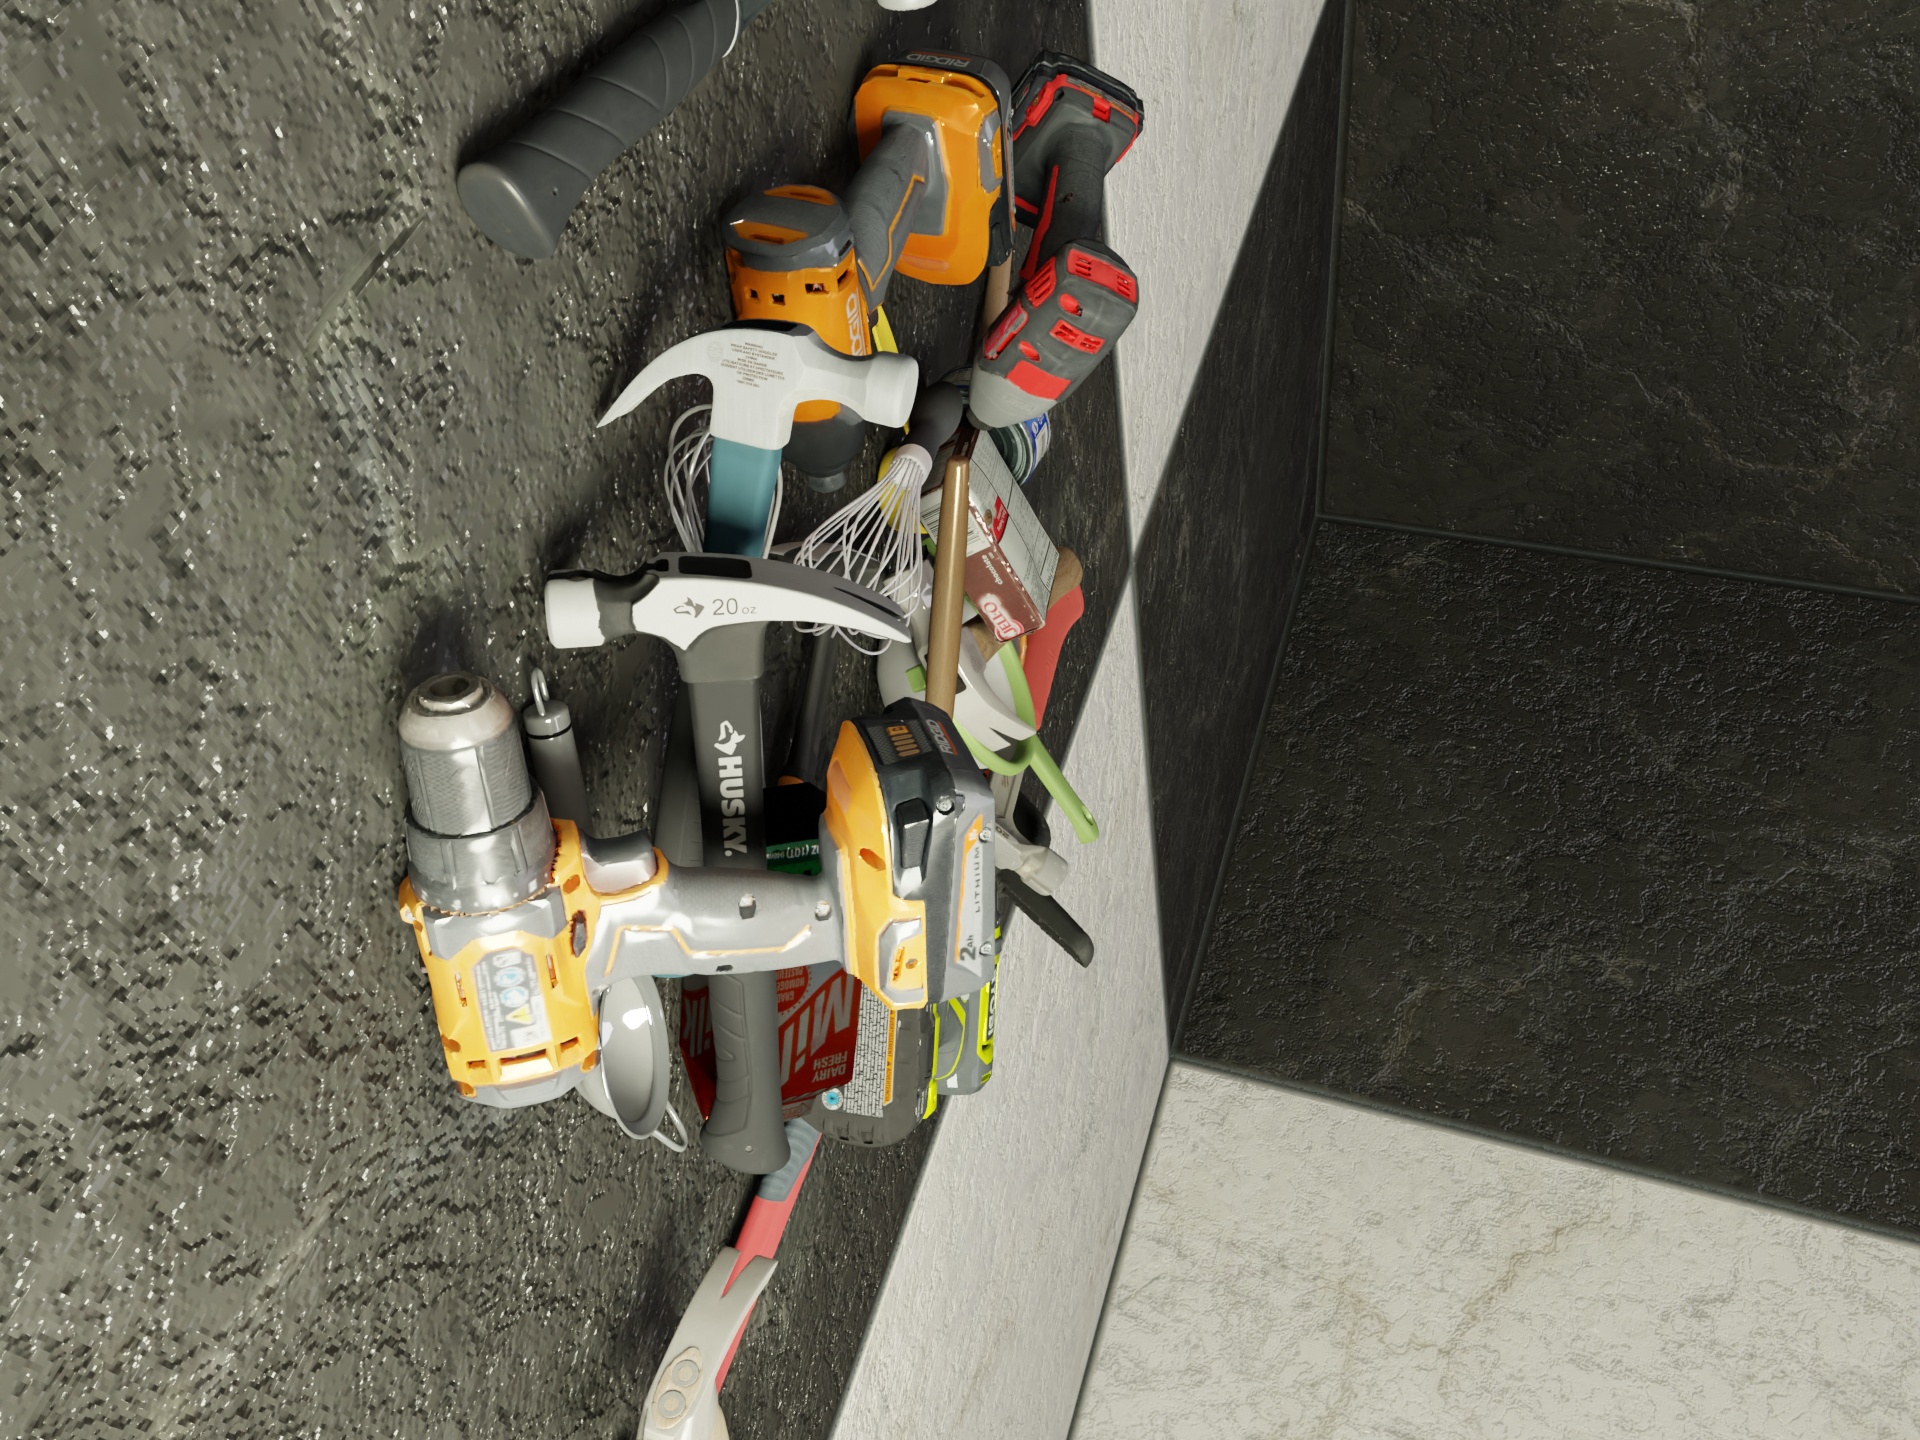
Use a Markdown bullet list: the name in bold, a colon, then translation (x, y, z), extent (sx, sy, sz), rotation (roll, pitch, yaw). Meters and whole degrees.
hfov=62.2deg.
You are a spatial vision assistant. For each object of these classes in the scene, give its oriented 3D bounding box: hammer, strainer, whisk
- **hammer**: translation (-0.097, -0.319, 0.694), extent (0.149, 0.036, 0.409), rotation (82, 25, -43)
- **strainer**: translation (0.013, 0.009, 1.094), extent (0.256, 0.069, 0.152), rotation (53, 26, -35)
- **hammer**: translation (-0.101, 0.065, 0.918), extent (0.127, 0.034, 0.337), rotation (5, 96, -74)
- **hammer**: translation (-0.111, -0.020, 0.726), extent (0.033, 0.128, 0.330), rotation (-62, 166, -63)
- **hammer**: translation (-0.097, 0.080, 0.730), extent (0.035, 0.146, 0.334), rotation (-108, -163, -58)
- **hammer**: translation (-0.121, 0.323, 1.007), extent (0.143, 0.038, 0.387), rotation (80, 27, -52)
- **whisk**: translation (-0.112, -0.047, 0.792), extent (0.058, 0.059, 0.246), rotation (-58, 158, -46)
- **hammer**: translation (-0.133, 0.474, 0.940), extent (0.146, 0.038, 0.410), rotation (-65, 161, -44)
- **hammer**: translation (0.036, -0.072, 1.088), extent (0.130, 0.031, 0.331), rotation (64, 22, -7)
- **whisk**: translation (-0.035, -0.127, 0.882), extent (0.285, 0.070, 0.070), rotation (-72, 164, -53)
- **strainer**: translation (-0.167, 0.093, 0.715), extent (0.087, 0.050, 0.258), rotation (-83, 169, -63)
- **hammer**: translation (0.045, -0.023, 1.266), extent (0.036, 0.149, 0.359), rotation (-39, -161, 33)

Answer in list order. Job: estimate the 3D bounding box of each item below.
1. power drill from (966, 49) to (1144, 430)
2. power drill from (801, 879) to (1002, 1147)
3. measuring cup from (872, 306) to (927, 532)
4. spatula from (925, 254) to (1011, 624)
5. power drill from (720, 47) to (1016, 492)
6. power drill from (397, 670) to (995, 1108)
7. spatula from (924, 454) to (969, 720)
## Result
- **power drill**: translation (0.050, -0.285, 0.971), extent (0.143, 0.078, 0.220), rotation (-42, -143, 50)
- **power drill**: translation (-0.027, 0.163, 1.028), extent (0.228, 0.080, 0.190), rotation (-10, 104, -73)
- **measuring cup**: translation (-0.044, -0.186, 0.980), extent (0.062, 0.029, 0.156), rotation (-66, 147, -49)
- **spatula**: translation (0.009, -0.188, 1.121), extent (0.059, 0.018, 0.316), rotation (9, 88, -28)
- **power drill**: translation (-0.045, -0.237, 0.843), extent (0.164, 0.084, 0.227), rotation (85, 26, -47)
- **power drill**: translation (-0.104, 0.051, 0.628), extent (0.084, 0.226, 0.185), rotation (-120, -156, -54)
- **spatula**: translation (-0.001, -0.003, 0.915), extent (0.082, 0.044, 0.317), rotation (-78, 173, -57)
